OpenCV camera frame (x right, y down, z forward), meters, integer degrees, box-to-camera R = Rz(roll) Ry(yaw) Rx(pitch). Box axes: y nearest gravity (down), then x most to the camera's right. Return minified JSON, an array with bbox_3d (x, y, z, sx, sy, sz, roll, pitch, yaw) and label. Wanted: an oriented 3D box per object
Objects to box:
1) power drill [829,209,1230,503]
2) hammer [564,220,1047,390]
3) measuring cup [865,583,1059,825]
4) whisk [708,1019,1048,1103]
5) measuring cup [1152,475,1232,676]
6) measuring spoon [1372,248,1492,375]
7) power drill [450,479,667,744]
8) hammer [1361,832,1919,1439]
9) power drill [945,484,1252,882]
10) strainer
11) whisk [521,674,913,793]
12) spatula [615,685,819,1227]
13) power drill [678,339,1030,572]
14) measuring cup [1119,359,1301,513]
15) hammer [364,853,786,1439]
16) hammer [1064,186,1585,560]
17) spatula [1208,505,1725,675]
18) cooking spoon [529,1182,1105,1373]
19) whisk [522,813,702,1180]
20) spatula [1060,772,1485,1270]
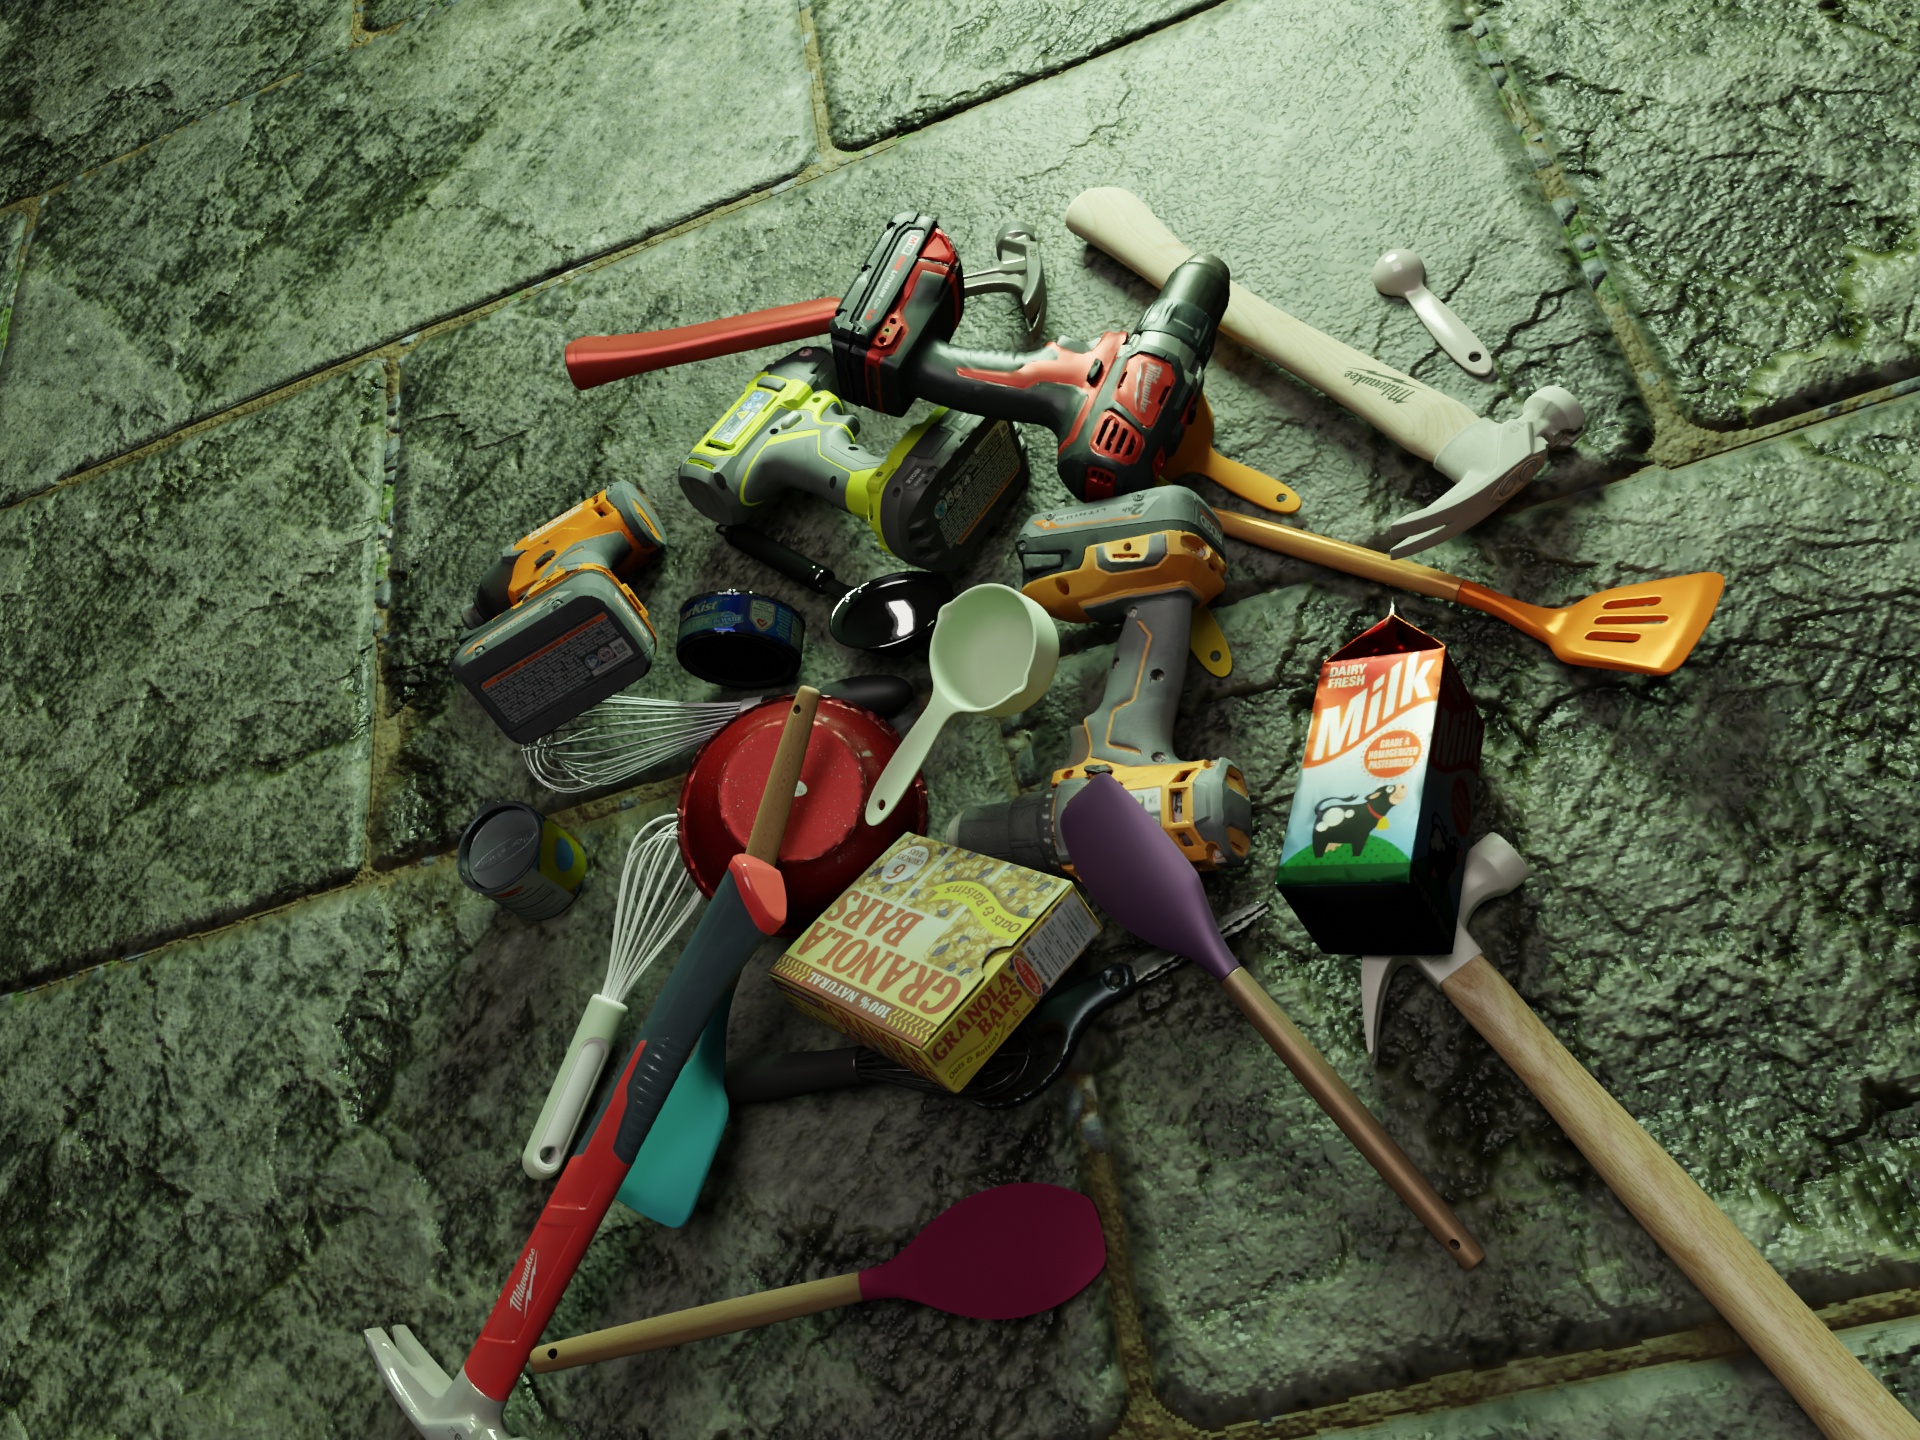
[{"bbox_3d":[0.051,-0.246,1.015,0.227,0.080,0.188,22,69,12],"label":"power drill"},{"bbox_3d":[-0.115,-0.287,1.158,0.359,0.036,0.149,-10,38,8],"label":"hammer"},{"bbox_3d":[-0.001,-0.003,0.944,0.083,0.038,0.167,45,109,35],"label":"measuring cup"},{"bbox_3d":[-0.058,0.200,0.916,0.239,0.055,0.055,-14,59,28],"label":"whisk"},{"bbox_3d":[0.136,-0.091,1.018,0.062,0.029,0.157,-32,68,15],"label":"measuring cup"},{"bbox_3d":[0.309,-0.269,1.037,0.034,0.018,0.124,-31,57,5],"label":"measuring spoon"},{"bbox_3d":[-0.288,-0.076,1.112,0.164,0.084,0.227,-30,28,7],"label":"power drill"},{"bbox_3d":[0.319,0.210,0.773,0.130,0.031,0.332,-37,56,1],"label":"hammer"},{"bbox_3d":[0.078,-0.013,0.958,0.185,0.084,0.226,-9,70,28],"label":"power drill"},{"bbox_3d":[-0.090,-0.094,1.101,0.087,0.050,0.259,-38,47,-25],"label":"strainer"},{"bbox_3d":[-0.169,-0.001,1.077,0.284,0.070,0.070,-9,61,13],"label":"whisk"},{"bbox_3d":[-0.137,0.132,0.932,0.082,0.044,0.317,18,93,32],"label":"spatula"},{"bbox_3d":[-0.070,-0.196,1.122,0.223,0.080,0.171,21,63,33],"label":"power drill"},{"bbox_3d":[0.149,-0.186,1.039,0.174,0.052,0.095,36,81,35],"label":"measuring cup"},{"bbox_3d":[-0.215,0.244,0.917,0.143,0.038,0.386,31,95,33],"label":"hammer"},{"bbox_3d":[0.199,-0.252,1.052,0.146,0.038,0.411,-36,53,-13],"label":"hammer"},{"bbox_3d":[0.275,-0.090,0.944,0.323,0.041,0.081,22,60,32],"label":"spatula"},{"bbox_3d":[-0.079,0.312,0.862,0.319,0.017,0.069,-13,62,2],"label":"cooking spoon"},{"bbox_3d":[-0.219,0.173,1.013,0.059,0.057,0.246,-4,61,60],"label":"whisk"},{"bbox_3d":[0.159,0.156,0.842,0.316,0.018,0.059,49,115,22],"label":"spatula"}]
